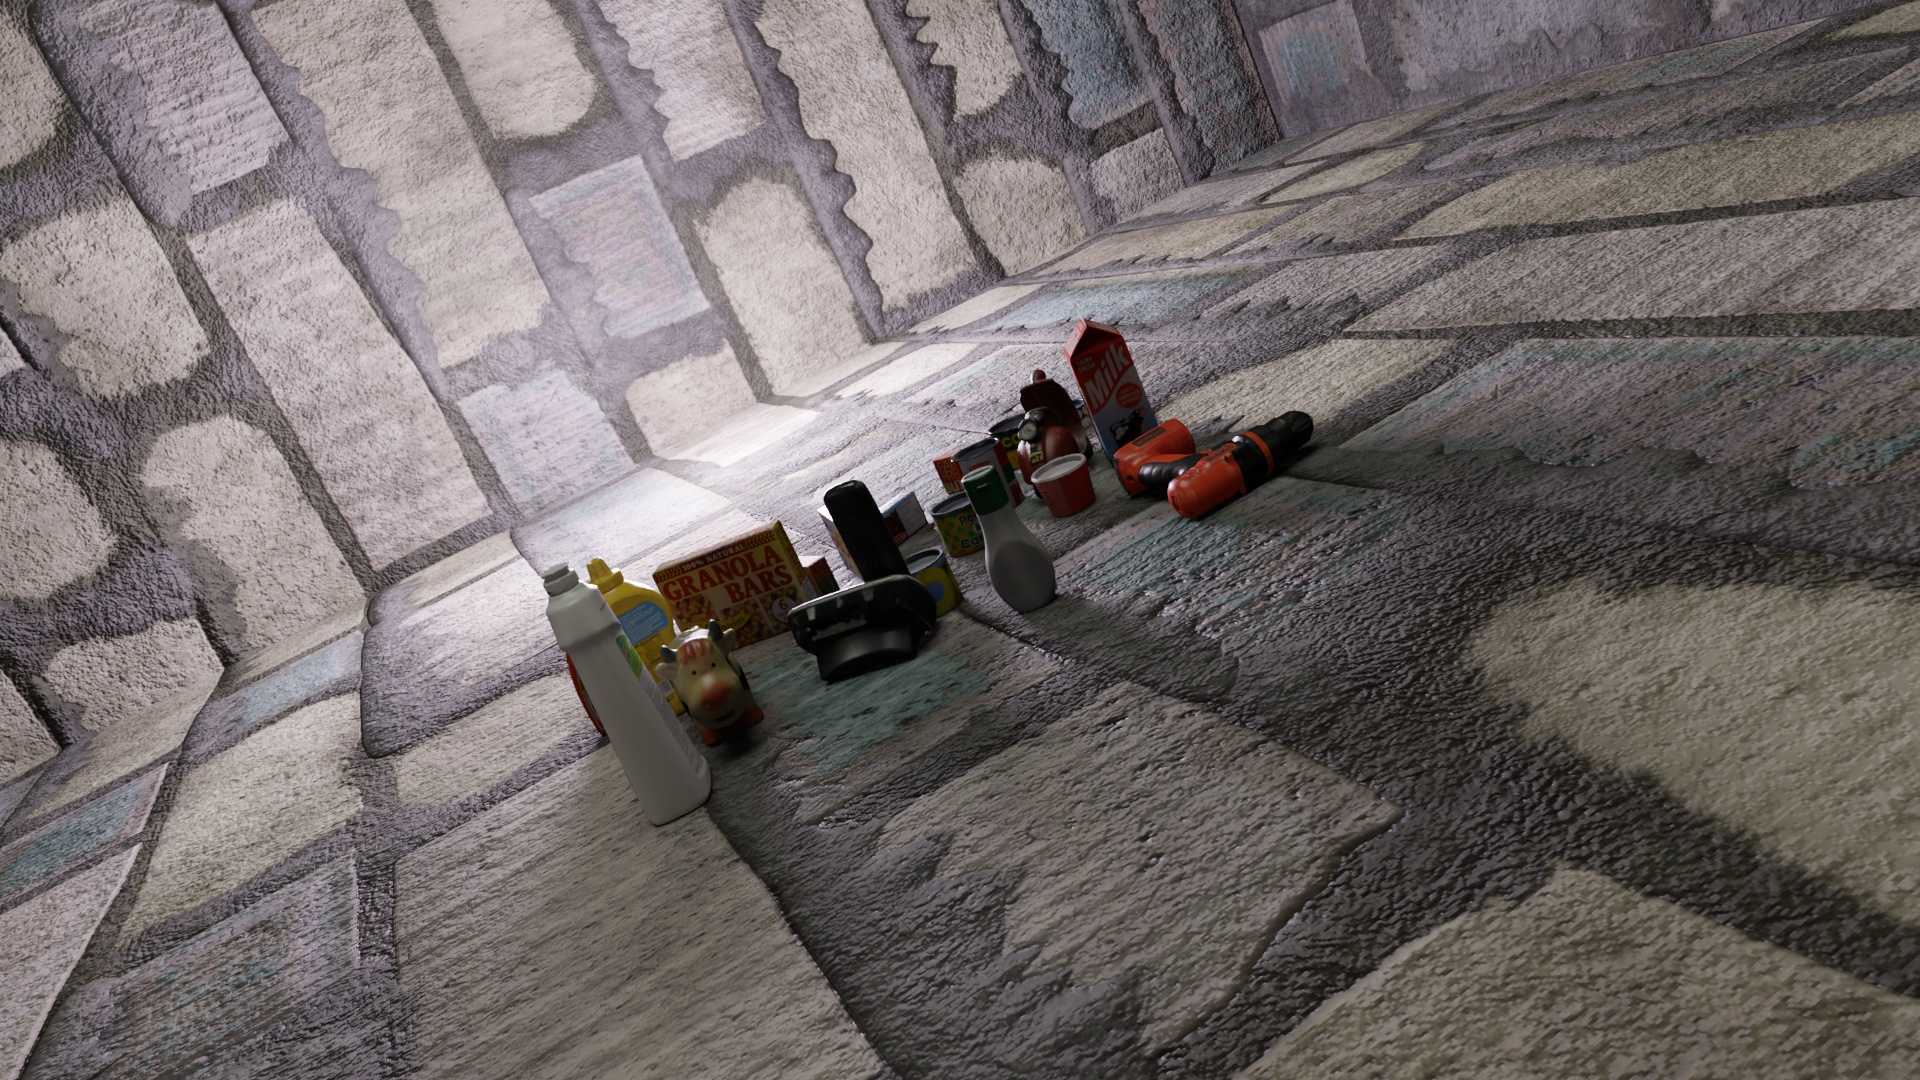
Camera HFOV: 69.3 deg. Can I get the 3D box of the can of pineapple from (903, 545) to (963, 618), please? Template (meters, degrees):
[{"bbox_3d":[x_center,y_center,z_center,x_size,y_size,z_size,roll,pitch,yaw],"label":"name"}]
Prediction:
[{"bbox_3d":[-0.036,0.048,1.491,0.071,0.057,0.071,-22,17,7],"label":"can of pineapple"}]

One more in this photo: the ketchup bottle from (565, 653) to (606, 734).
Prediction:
[{"bbox_3d":[-0.409,0.141,1.555,0.065,0.148,0.043,-24,16,1],"label":"ketchup bottle"}]

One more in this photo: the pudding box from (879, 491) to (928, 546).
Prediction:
[{"bbox_3d":[-0.084,-0.024,1.790,0.030,0.049,0.084,-7,23,45],"label":"pudding box"}]

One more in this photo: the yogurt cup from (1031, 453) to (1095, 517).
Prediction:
[{"bbox_3d":[0.123,-0.063,1.618,0.072,0.053,0.072,-22,17,7],"label":"yogurt cup"}]

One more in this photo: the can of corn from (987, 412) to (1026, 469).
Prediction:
[{"bbox_3d":[0.079,-0.135,1.892,0.071,0.058,0.071,-22,17,7],"label":"can of corn"}]

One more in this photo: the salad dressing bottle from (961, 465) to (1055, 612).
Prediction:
[{"bbox_3d":[0.046,-0.002,1.374,0.064,0.147,0.044,-23,16,5],"label":"salad dressing bottle"}]

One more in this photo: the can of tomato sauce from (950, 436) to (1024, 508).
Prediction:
[{"bbox_3d":[0.035,-0.078,1.736,0.071,0.083,0.071,-22,16,7],"label":"can of tomato sauce"}]

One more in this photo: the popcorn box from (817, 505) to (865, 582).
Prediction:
[{"bbox_3d":[-0.132,-0.001,1.723,0.038,0.085,0.127,-28,17,-12],"label":"popcorn box"}]

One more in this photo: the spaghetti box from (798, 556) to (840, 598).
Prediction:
[{"bbox_3d":[-0.239,0.048,1.781,0.029,0.050,0.250,-35,20,-33],"label":"spaghetti box"}]

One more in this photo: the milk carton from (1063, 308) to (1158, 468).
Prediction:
[{"bbox_3d":[0.181,-0.193,1.700,0.073,0.190,0.072,-23,16,5],"label":"milk carton"}]

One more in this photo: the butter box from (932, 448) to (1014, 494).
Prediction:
[{"bbox_3d":[0.017,-0.100,1.878,0.103,0.053,0.024,-13,20,32],"label":"butter box"}]

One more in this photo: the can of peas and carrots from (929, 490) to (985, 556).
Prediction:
[{"bbox_3d":[0.006,-0.021,1.641,0.071,0.058,0.071,-22,17,7],"label":"can of peas and carrots"}]

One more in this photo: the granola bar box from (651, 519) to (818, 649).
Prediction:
[{"bbox_3d":[-0.263,0.060,1.646,0.165,0.124,0.039,-20,17,15],"label":"granola bar box"}]

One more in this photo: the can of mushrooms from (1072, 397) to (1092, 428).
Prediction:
[{"bbox_3d":[0.150,-0.170,1.946,0.071,0.033,0.071,-22,17,7],"label":"can of mushrooms"}]
